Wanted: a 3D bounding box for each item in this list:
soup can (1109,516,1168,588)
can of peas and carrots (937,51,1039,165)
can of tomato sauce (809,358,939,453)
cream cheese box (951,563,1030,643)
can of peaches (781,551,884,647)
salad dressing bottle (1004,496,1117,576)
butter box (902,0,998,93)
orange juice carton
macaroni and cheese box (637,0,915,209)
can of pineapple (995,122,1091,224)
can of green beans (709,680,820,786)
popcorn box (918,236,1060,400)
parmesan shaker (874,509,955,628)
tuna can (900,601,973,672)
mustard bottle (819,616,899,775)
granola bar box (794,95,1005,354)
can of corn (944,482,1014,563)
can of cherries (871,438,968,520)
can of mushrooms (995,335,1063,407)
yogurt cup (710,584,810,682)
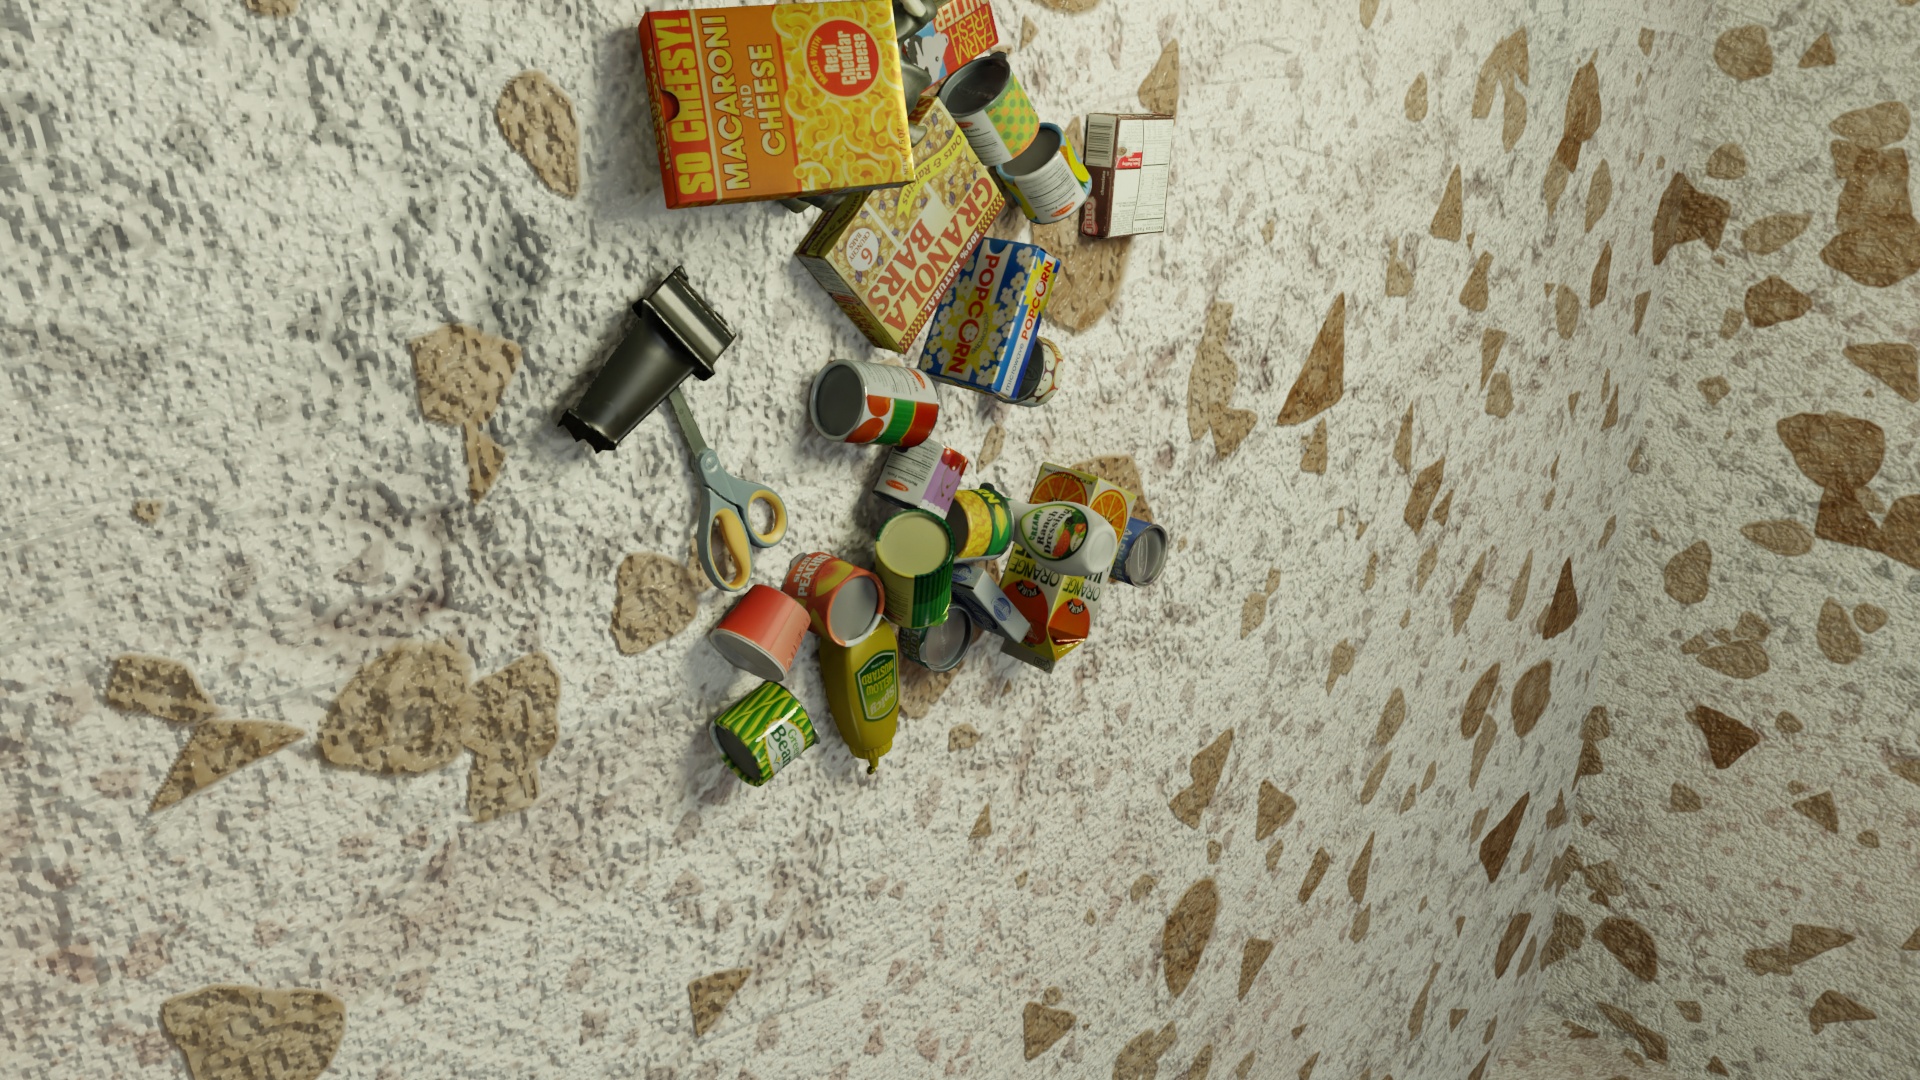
[{"bbox_3d":[0.156,0.006,1.402,0.071,0.084,0.071,-21,120,-42],"label":"soup can"},{"bbox_3d":[0.024,-0.349,1.125,0.071,0.071,0.058,-58,140,-14],"label":"can of peas and carrots"},{"bbox_3d":[-0.070,-0.108,1.115,0.083,0.071,0.071,1,104,-48],"label":"can of tomato sauce"},{"bbox_3d":[0.020,0.056,1.292,0.024,0.053,0.103,-58,139,-17],"label":"cream cheese box"},{"bbox_3d":[-0.105,0.047,1.142,0.071,0.058,0.071,-22,121,-42],"label":"can of peaches"},{"bbox_3d":[0.070,-0.010,1.249,0.044,0.148,0.064,32,80,-49],"label":"salad dressing bottle"},{"bbox_3d":[-0.014,-0.397,1.094,0.104,0.024,0.053,-43,132,-30],"label":"butter box"},{"bbox_3d":[0.095,0.029,1.352,0.073,0.072,0.192,20,89,-50],"label":"orange juice carton"},{"bbox_3d":[-0.121,-0.293,0.931,0.167,0.040,0.123,-11,99,-20],"label":"macaroni and cheese box"},{"bbox_3d":[0.071,-0.316,1.193,0.071,0.071,0.057,-59,139,-14],"label":"can of pineapple"},{"bbox_3d":[-0.159,0.155,1.118,0.058,0.071,0.071,-37,130,-33],"label":"can of green beans"},{"bbox_3d":[0.024,-0.189,1.174,0.038,0.085,0.126,18,91,-51],"label":"popcorn box"},{"bbox_3d":[-0.036,0.026,1.169,0.071,0.071,0.102,-50,166,-23],"label":"parmesan shaker"},{"bbox_3d":[-0.023,0.086,1.271,0.071,0.033,0.070,-22,120,-42],"label":"tuna can"},{"bbox_3d":[-0.082,0.140,1.212,0.065,0.049,0.159,-29,125,-37],"label":"mustard bottle"},{"bbox_3d":[-0.043,-0.251,1.109,0.166,0.039,0.124,-58,139,-14],"label":"granola bar box"},{"bbox_3d":[0.004,-0.016,1.236,0.058,0.071,0.071,-5,109,-47],"label":"can of corn"},{"bbox_3d":[-0.033,-0.054,1.180,0.071,0.071,0.058,28,82,-50],"label":"can of cherries"},{"bbox_3d":[0.058,-0.155,1.240,0.033,0.071,0.071,7,100,-50],"label":"can of mushrooms"},{"bbox_3d":[-0.154,0.071,1.094,0.054,0.072,0.072,-60,140,-25],"label":"yogurt cup"}]
